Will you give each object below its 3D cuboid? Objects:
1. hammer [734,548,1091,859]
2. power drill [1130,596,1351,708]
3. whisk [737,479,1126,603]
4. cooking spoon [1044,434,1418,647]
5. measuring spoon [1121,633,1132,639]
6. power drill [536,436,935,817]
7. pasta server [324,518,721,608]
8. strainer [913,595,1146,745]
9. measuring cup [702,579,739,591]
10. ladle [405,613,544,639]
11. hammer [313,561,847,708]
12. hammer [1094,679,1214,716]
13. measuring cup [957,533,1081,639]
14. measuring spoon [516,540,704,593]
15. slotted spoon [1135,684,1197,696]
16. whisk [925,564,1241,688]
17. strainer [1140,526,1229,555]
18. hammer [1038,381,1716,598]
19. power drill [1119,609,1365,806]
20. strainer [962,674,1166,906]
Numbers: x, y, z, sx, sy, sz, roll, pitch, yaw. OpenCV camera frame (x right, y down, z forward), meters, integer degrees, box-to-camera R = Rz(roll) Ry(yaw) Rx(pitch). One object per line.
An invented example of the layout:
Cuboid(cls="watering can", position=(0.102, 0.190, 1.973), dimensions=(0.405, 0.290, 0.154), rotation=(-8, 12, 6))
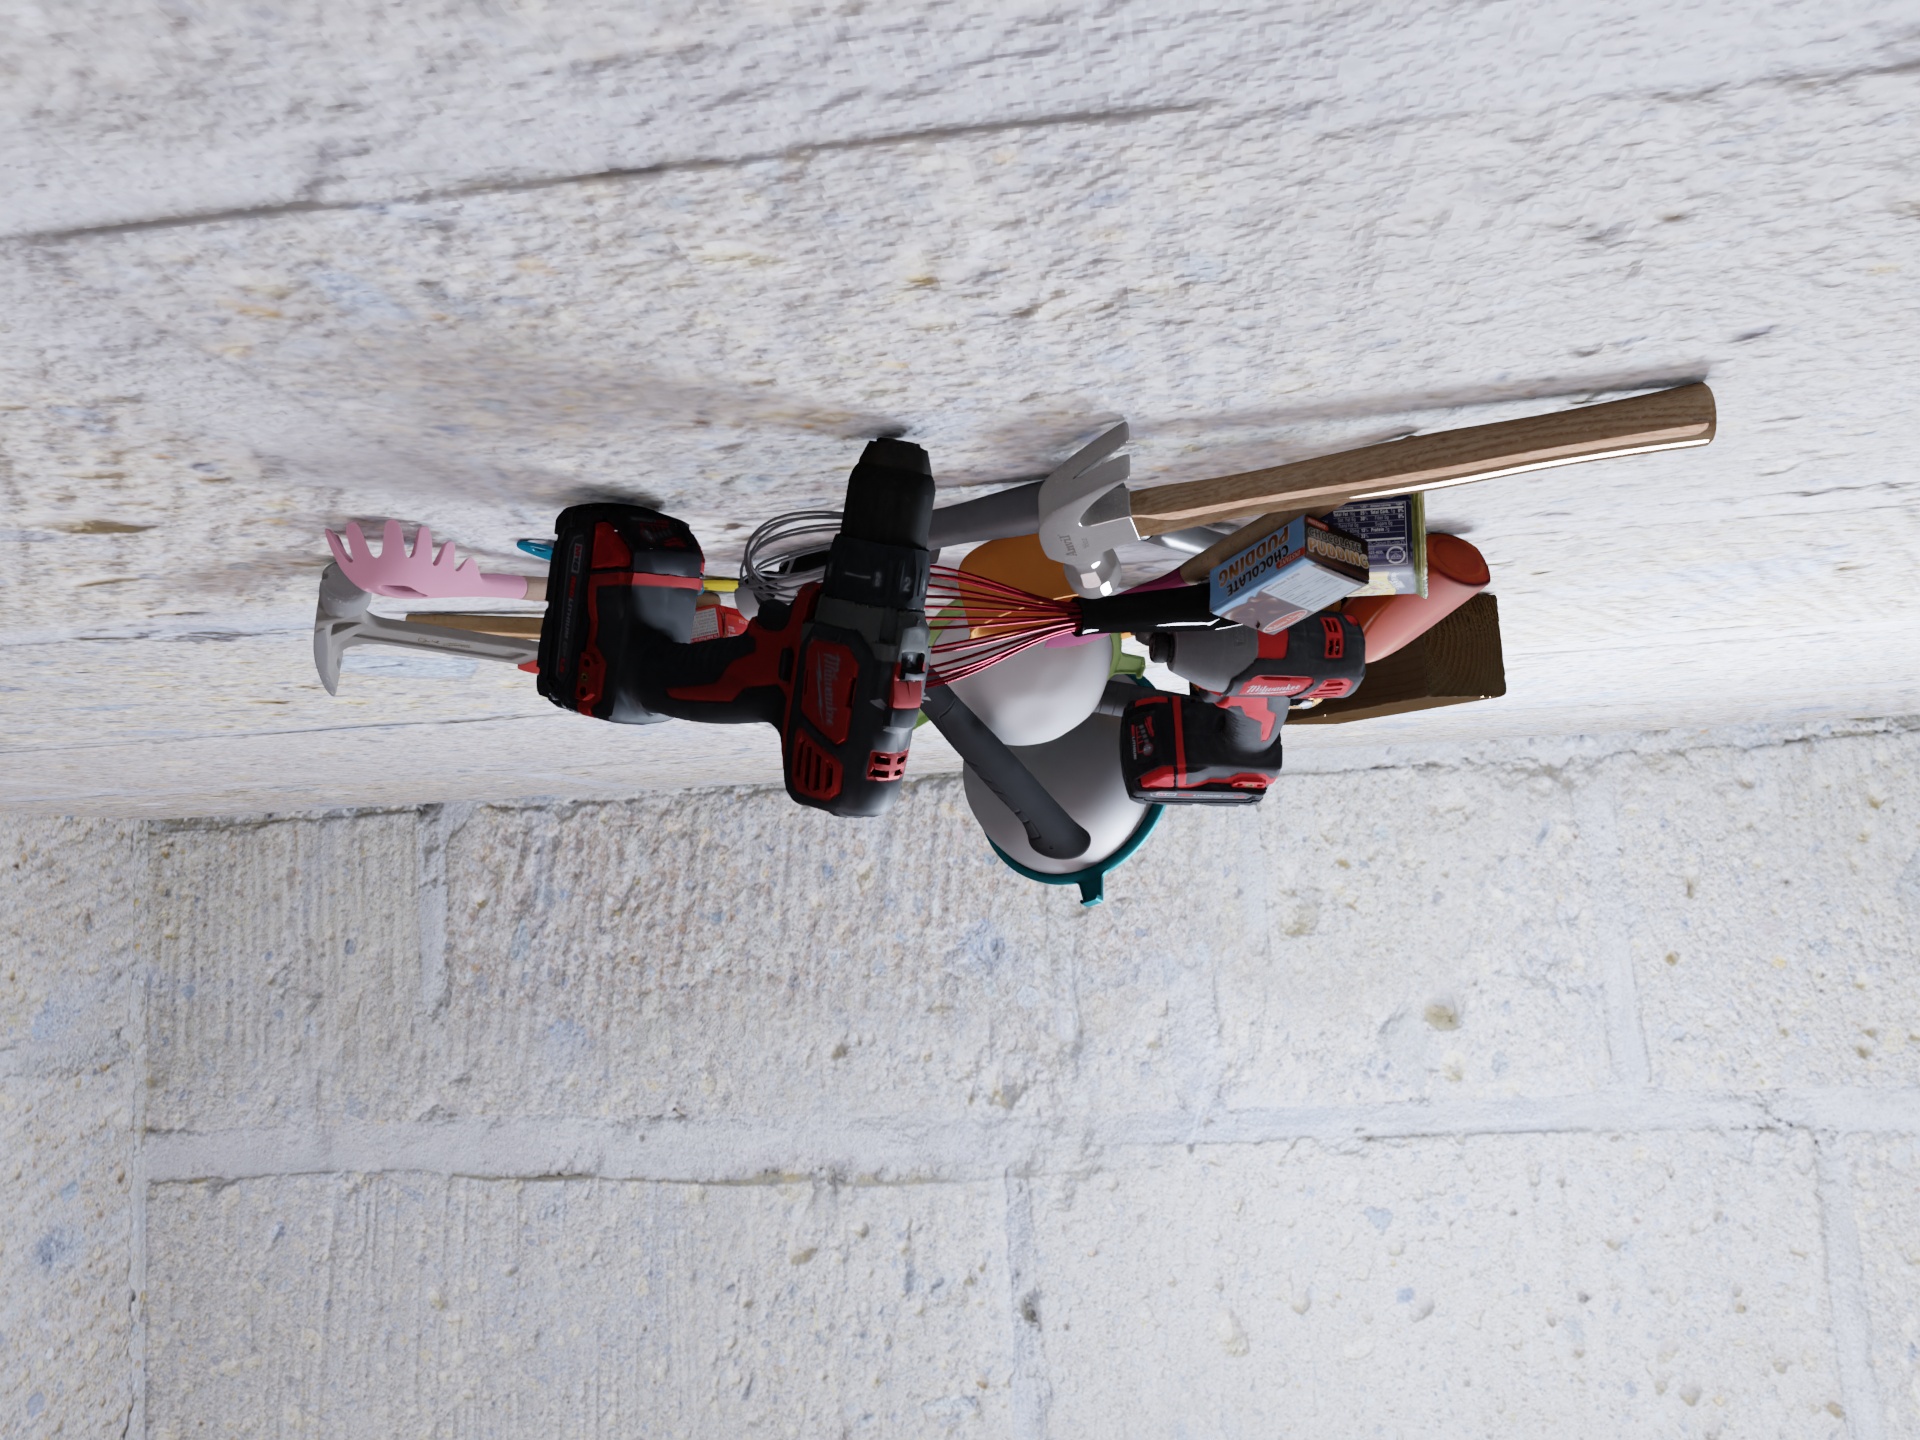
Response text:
Cuboid(cls="hammer", position=(-0.002, -0.004, 1.111), dimensions=(0.146, 0.035, 0.334), rotation=(-11, 136, 35))
Cuboid(cls="power drill", position=(0.227, -0.063, 1.287), dimensions=(0.185, 0.084, 0.226), rotation=(-1, 170, 4))
Cuboid(cls="whisk", position=(-0.021, -0.107, 0.906), dimensions=(0.239, 0.055, 0.055), rotation=(-10, 172, 19))
Cuboid(cls="cooking spoon", position=(0.153, -0.096, 0.949), dimensions=(0.068, 0.017, 0.319), rotation=(-15, 171, -36))
Cuboid(cls="measuring spoon", position=(0.157, -0.076, 1.433), dimensions=(0.021, 0.011, 0.117), rotation=(1, 173, -34))
Cuboid(cls="power drill", position=(-0.111, -0.063, 0.833), dimensions=(0.227, 0.188, 0.080), rotation=(15, -170, 33))
Cuboid(cls="pasta server", position=(-0.264, -0.092, 1.027), dimensions=(0.060, 0.040, 0.316), rotation=(-7, 177, 33))
Cuboid(cls="strainer", position=(0.004, -0.006, 1.177), dimensions=(0.256, 0.069, 0.151), rotation=(-29, 135, 25))
Cuboid(cls="measuring cup", position=(-0.130, -0.082, 1.146), dimensions=(0.156, 0.029, 0.062), rotation=(1, 173, -40))
Cuboid(cls="ladle", position=(-0.257, -0.057, 1.220), dimensions=(0.320, 0.062, 0.078), rotation=(2, 157, -16))
Cuboid(cls="hammer", position=(-0.253, -0.035, 1.096), dimensions=(0.359, 0.037, 0.149), rotation=(8, 154, -17))
Cuboid(cls="hammer", position=(0.064, -0.027, 1.276), dimensions=(0.331, 0.033, 0.128), rotation=(10, -159, -1))
Cuboid(cls="measuring cup", position=(0.057, -0.090, 1.044), dimensions=(0.095, 0.052, 0.173), rotation=(-18, 174, 21))
Cuboid(cls="measuring spoon", position=(-0.219, -0.103, 1.005), dimensions=(0.128, 0.021, 0.042), rotation=(14, 165, -39))
Cuboid(cls="slotted spoon", position=(0.048, -0.034, 1.350), dimensions=(0.314, 0.031, 0.070), rotation=(8, -165, 14))
Cuboid(cls="whisk", position=(0.050, -0.059, 0.919), dimensions=(0.295, 0.073, 0.073), rotation=(-5, 175, -21))
Cuboid(cls="strainer", position=(0.182, -0.106, 1.035), dimensions=(0.258, 0.050, 0.087), rotation=(8, 153, -45))
Cuboid(cls="hammer", position=(0.200, -0.125, 0.799), dimensions=(0.331, 0.031, 0.130), rotation=(-9, 158, 15))
Cuboid(cls="power drill", position=(0.186, -0.013, 1.136), dimensions=(0.143, 0.079, 0.219), rotation=(2, 156, -8))
Cuboid(cls="strainer", position=(0.034, 0.008, 1.434), dimensions=(0.341, 0.211, 0.095), rotation=(30, -176, 39))
